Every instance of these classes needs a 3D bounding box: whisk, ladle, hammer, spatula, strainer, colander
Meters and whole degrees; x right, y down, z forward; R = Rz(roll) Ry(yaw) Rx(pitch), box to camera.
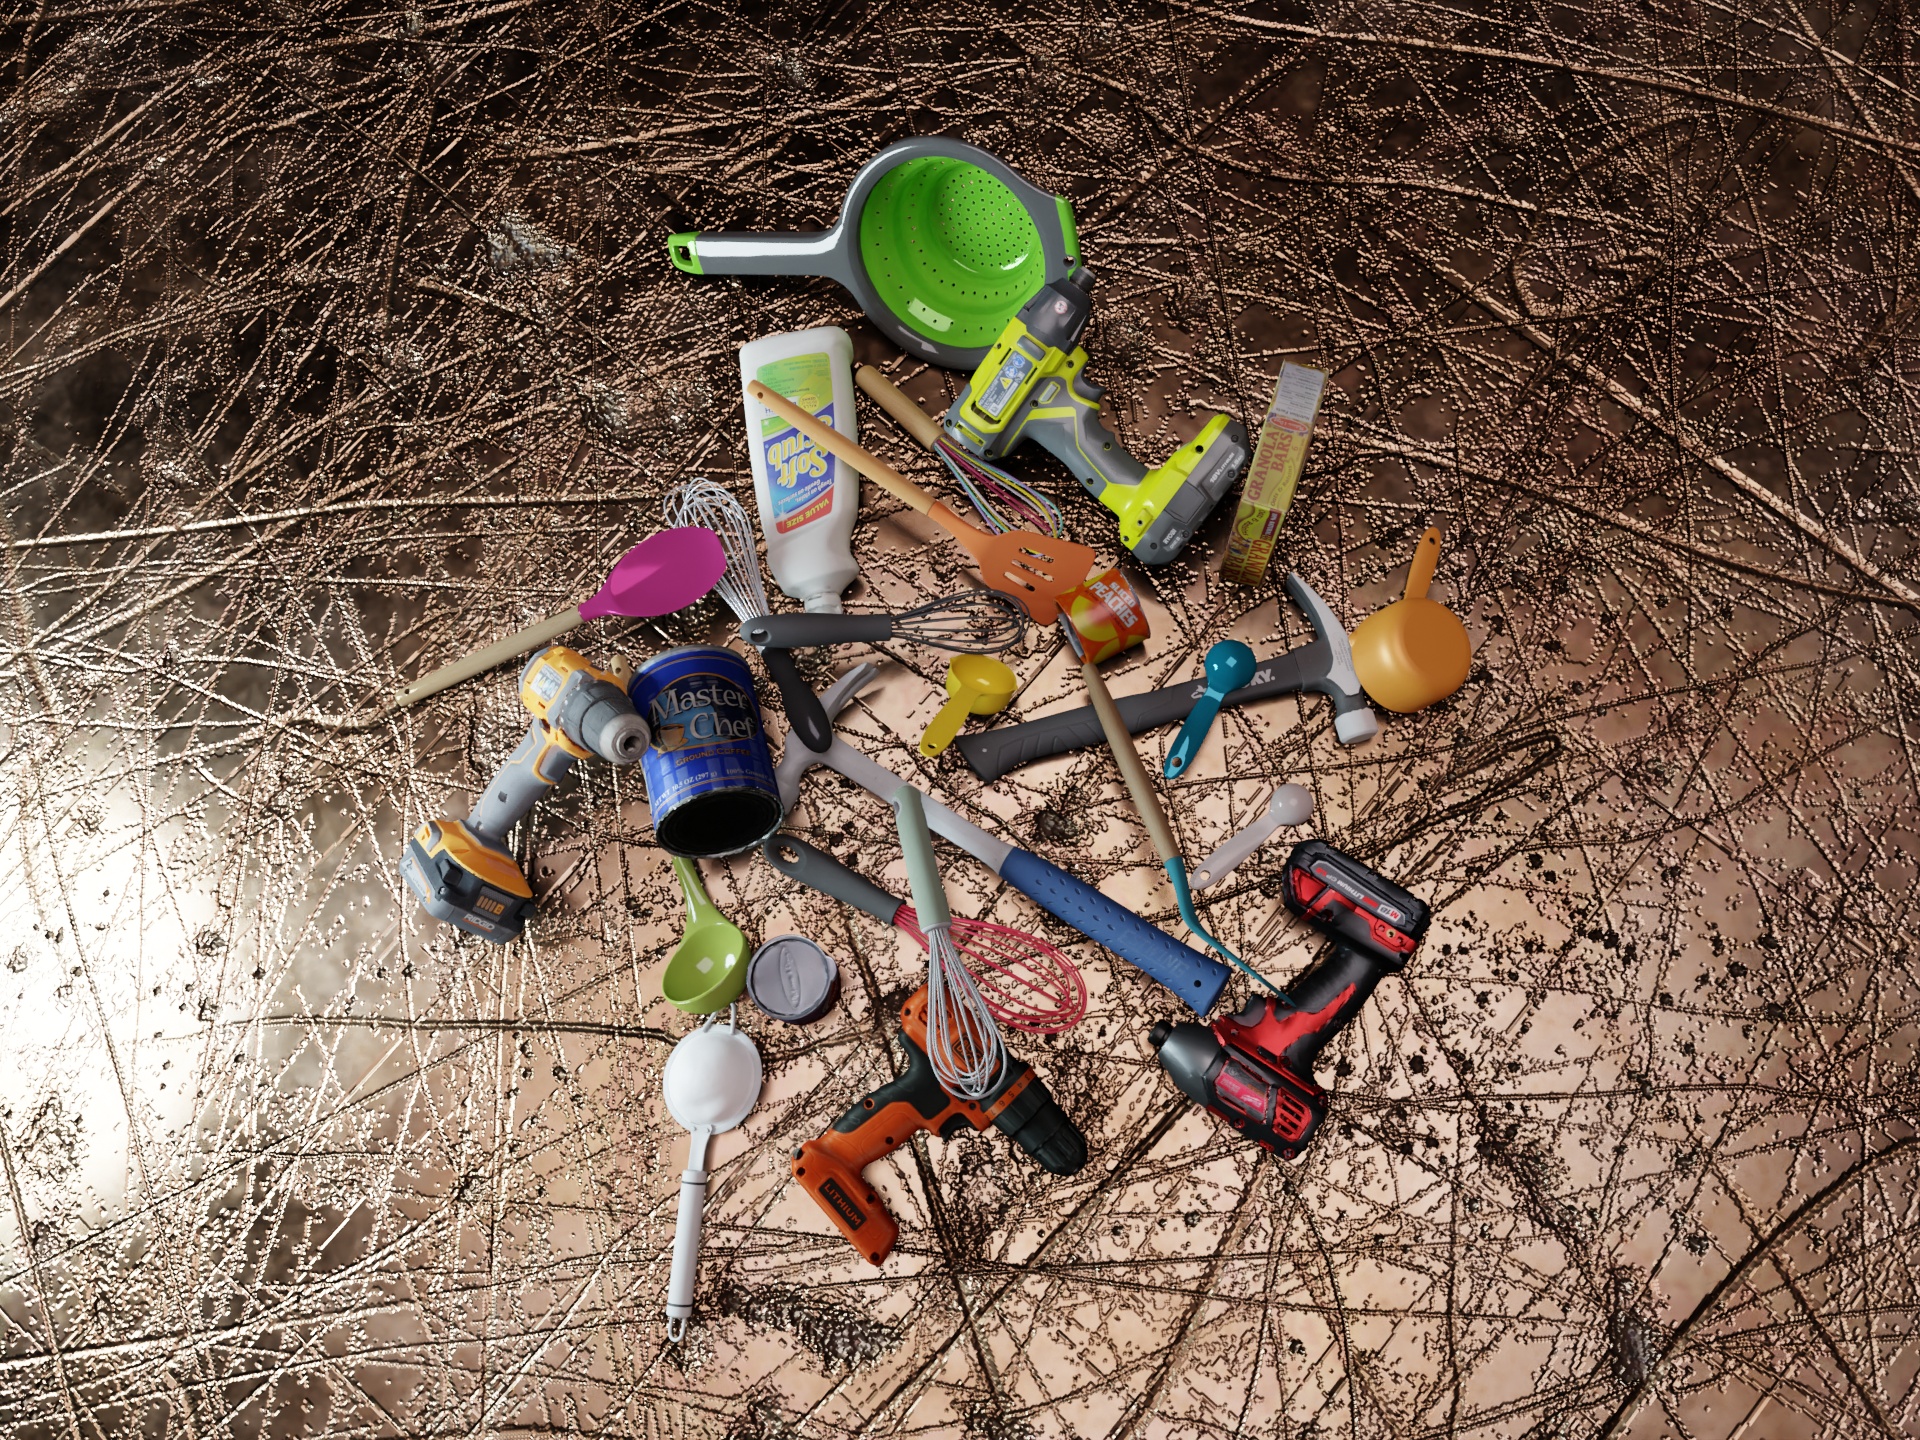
[{"bbox_3d":[-0.002,-0.229,1.370,0.051,0.047,0.245,-44,73,-6],"label":"whisk"},{"bbox_3d":[-0.059,-0.078,1.290,0.239,0.055,0.055,-3,74,-14],"label":"whisk"},{"bbox_3d":[-0.242,0.086,1.297,0.078,0.062,0.320,-26,71,14],"label":"ladle"},{"bbox_3d":[0.031,0.099,1.245,0.406,0.035,0.144,31,88,20],"label":"hammer"},{"bbox_3d":[-0.033,0.162,1.261,0.296,0.073,0.073,26,78,17],"label":"whisk"},{"bbox_3d":[-0.170,-0.090,1.319,0.070,0.070,0.285,-28,67,-3],"label":"whisk"},{"bbox_3d":[-0.015,0.164,1.204,0.059,0.057,0.246,-6,69,-21],"label":"whisk"},{"bbox_3d":[-0.041,-0.192,1.323,0.322,0.041,0.081,35,117,4],"label":"spatula"},{"bbox_3d":[0.160,-0.016,1.304,0.335,0.035,0.146,-15,75,1],"label":"hammer"},{"bbox_3d":[-0.205,0.346,1.233,0.087,0.050,0.258,1,78,21],"label":"strainer"},{"bbox_3d":[0.163,0.081,1.214,0.044,0.082,0.318,-30,60,14],"label":"spatula"},{"bbox_3d":[-0.070,-0.425,1.400,0.397,0.204,0.094,8,41,22],"label":"colander"}]

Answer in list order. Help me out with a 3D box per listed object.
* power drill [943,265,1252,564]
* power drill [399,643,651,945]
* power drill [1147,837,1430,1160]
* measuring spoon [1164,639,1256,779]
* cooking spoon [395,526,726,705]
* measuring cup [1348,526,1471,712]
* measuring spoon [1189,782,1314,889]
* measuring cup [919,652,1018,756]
[{"bbox_3d":[0.121,-0.247,1.305,0.223,0.080,0.171,37,103,0],"label":"power drill"},{"bbox_3d":[-0.333,0.059,1.248,0.185,0.084,0.226,27,85,53],"label":"power drill"},{"bbox_3d":[0.250,0.207,1.217,0.143,0.078,0.220,32,82,12],"label":"power drill"},{"bbox_3d":[0.196,-0.010,1.269,0.042,0.021,0.129,28,79,10],"label":"measuring spoon"},{"bbox_3d":[-0.338,-0.080,1.333,0.319,0.017,0.069,-23,77,11],"label":"cooking spoon"},{"bbox_3d":[0.378,-0.091,1.287,0.095,0.052,0.174,25,69,-12],"label":"measuring cup"},{"bbox_3d":[0.233,0.094,1.276,0.124,0.018,0.034,-39,76,-5],"label":"measuring spoon"},{"bbox_3d":[-0.002,-0.004,1.270,0.062,0.029,0.157,24,37,9],"label":"measuring cup"}]
